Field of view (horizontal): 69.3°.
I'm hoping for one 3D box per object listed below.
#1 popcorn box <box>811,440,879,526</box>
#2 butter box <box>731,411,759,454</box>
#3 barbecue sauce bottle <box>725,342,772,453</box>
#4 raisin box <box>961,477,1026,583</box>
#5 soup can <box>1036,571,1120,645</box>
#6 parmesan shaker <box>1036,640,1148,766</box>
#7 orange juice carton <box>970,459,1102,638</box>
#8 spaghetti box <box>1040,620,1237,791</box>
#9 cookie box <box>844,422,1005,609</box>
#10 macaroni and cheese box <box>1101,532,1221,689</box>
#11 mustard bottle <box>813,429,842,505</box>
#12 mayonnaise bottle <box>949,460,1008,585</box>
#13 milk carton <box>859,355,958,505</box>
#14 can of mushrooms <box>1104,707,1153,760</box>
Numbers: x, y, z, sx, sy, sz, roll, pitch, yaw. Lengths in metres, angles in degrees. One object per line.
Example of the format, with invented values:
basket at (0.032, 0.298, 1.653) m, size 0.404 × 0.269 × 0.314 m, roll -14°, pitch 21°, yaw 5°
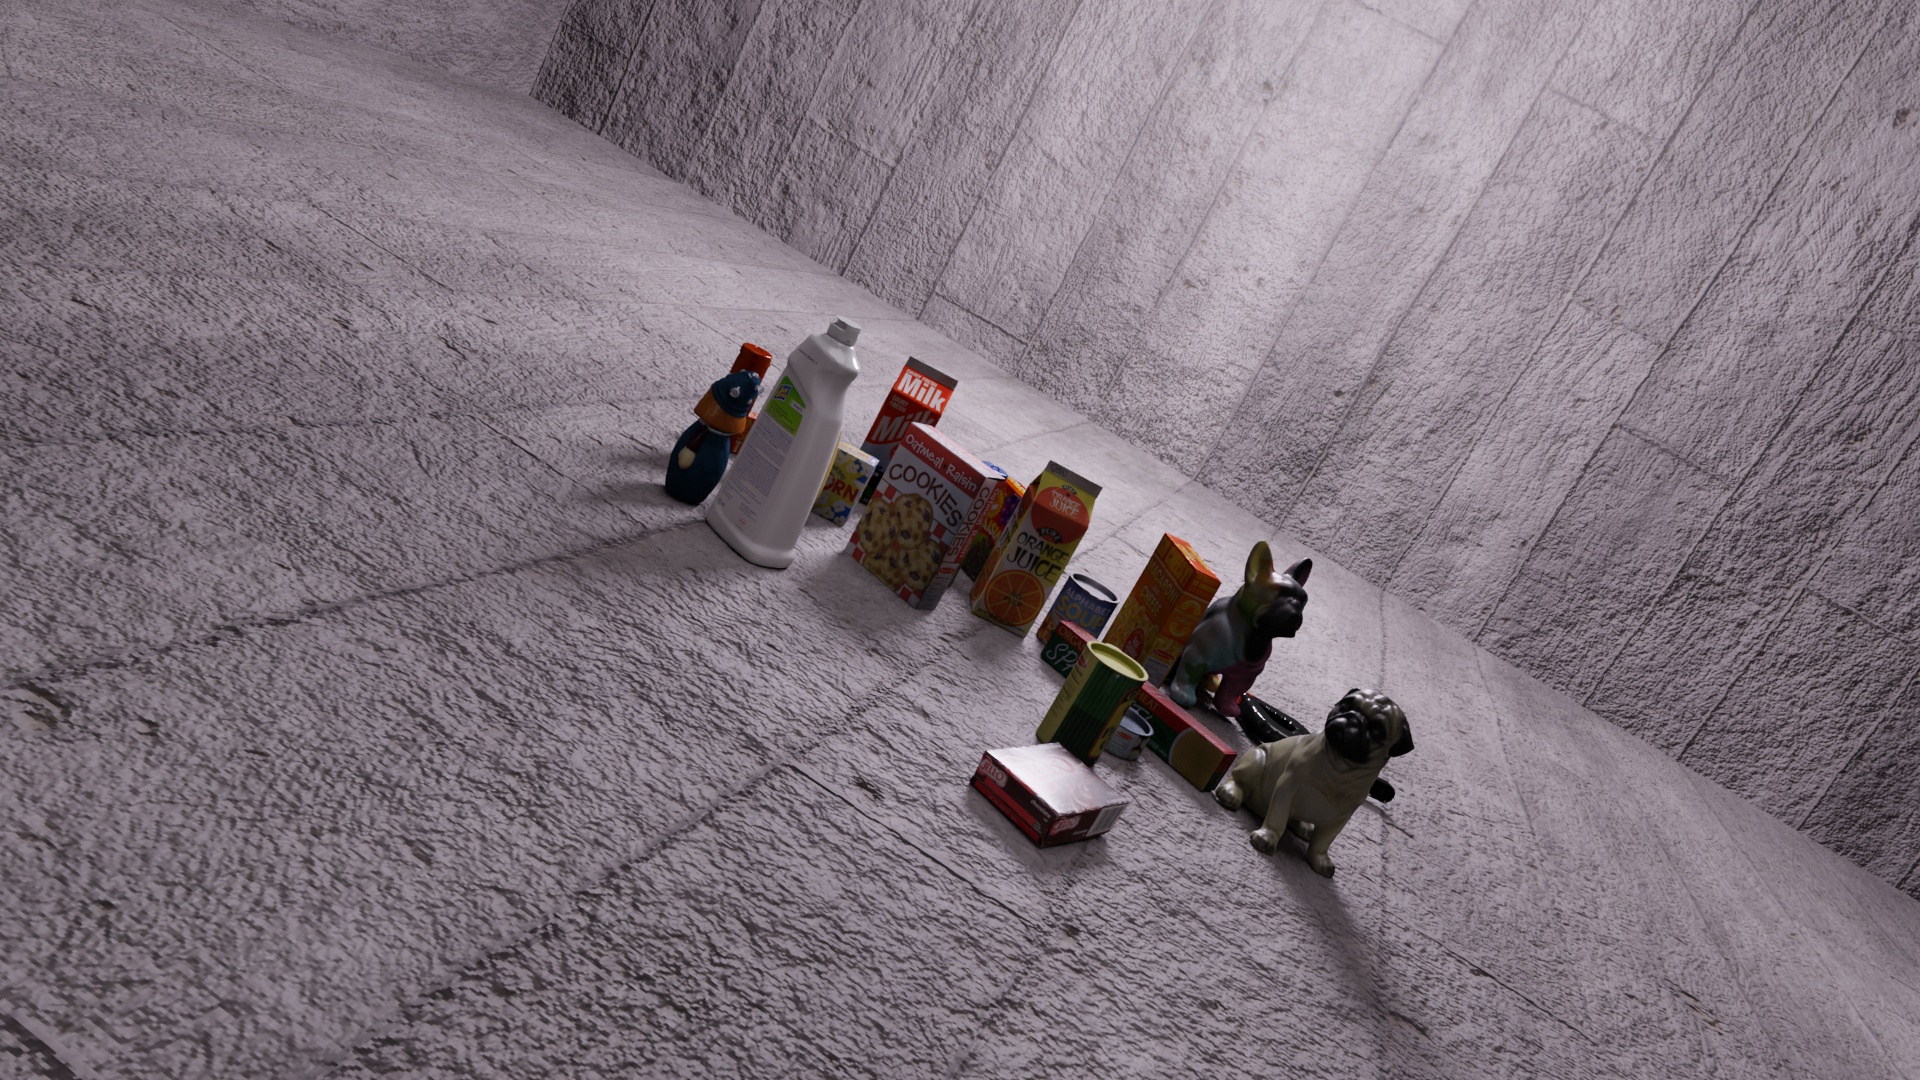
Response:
popcorn box at (-0.172, -0.084, 1.624) m, size 0.127 × 0.085 × 0.038 m, roll 28°, pitch 14°, yaw -3°
butter box at (-0.257, -0.129, 1.682) m, size 0.103 × 0.053 × 0.024 m, roll 18°, pitch 18°, yaw -34°
barbecue sauce bottle at (-0.258, -0.149, 1.560) m, size 0.043 × 0.148 × 0.065 m, roll 25°, pitch 15°, yaw -14°
raisin box at (0.048, -0.007, 1.691) m, size 0.040 × 0.123 × 0.086 m, roll 19°, pitch 18°, yaw -34°
soup can at (0.136, 0.089, 1.607) m, size 0.071 × 0.083 × 0.071 m, roll 27°, pitch 15°, yaw -7°
parmesan shaker at (0.125, 0.156, 1.330) m, size 0.071 × 0.102 × 0.071 m, roll 27°, pitch 15°, yaw -7°
orange juice carton at (0.086, 0.006, 1.583) m, size 0.072 × 0.192 × 0.073 m, roll 26°, pitch 14°, yaw -9°
spaghetti box at (0.185, 0.172, 1.485) m, size 0.251 × 0.050 × 0.029 m, roll 39°, pitch 18°, yaw 34°
cookie box at (-0.040, -0.027, 1.513) m, size 0.123 × 0.167 × 0.040 m, roll 38°, pitch 17°, yaw 32°
macaroni and cheese box at (0.231, 0.088, 1.621) m, size 0.040 × 0.166 × 0.124 m, roll 24°, pitch 15°, yaw -17°
mustard bottle at (-0.167, -0.103, 1.550) m, size 0.065 × 0.159 × 0.049 m, roll 32°, pitch 15°, yaw 11°
mayonnaise bottle at (0.006, -0.020, 1.610) m, size 0.041 × 0.147 × 0.065 m, roll 28°, pitch 14°, yaw -2°
milk carton at (-0.077, -0.135, 1.759) m, size 0.072 × 0.190 × 0.073 m, roll 27°, pitch 14°, yaw -5°
can of mushrooms at (0.160, 0.191, 1.412) m, size 0.071 × 0.033 × 0.071 m, roll 27°, pitch 15°, yaw -7°
